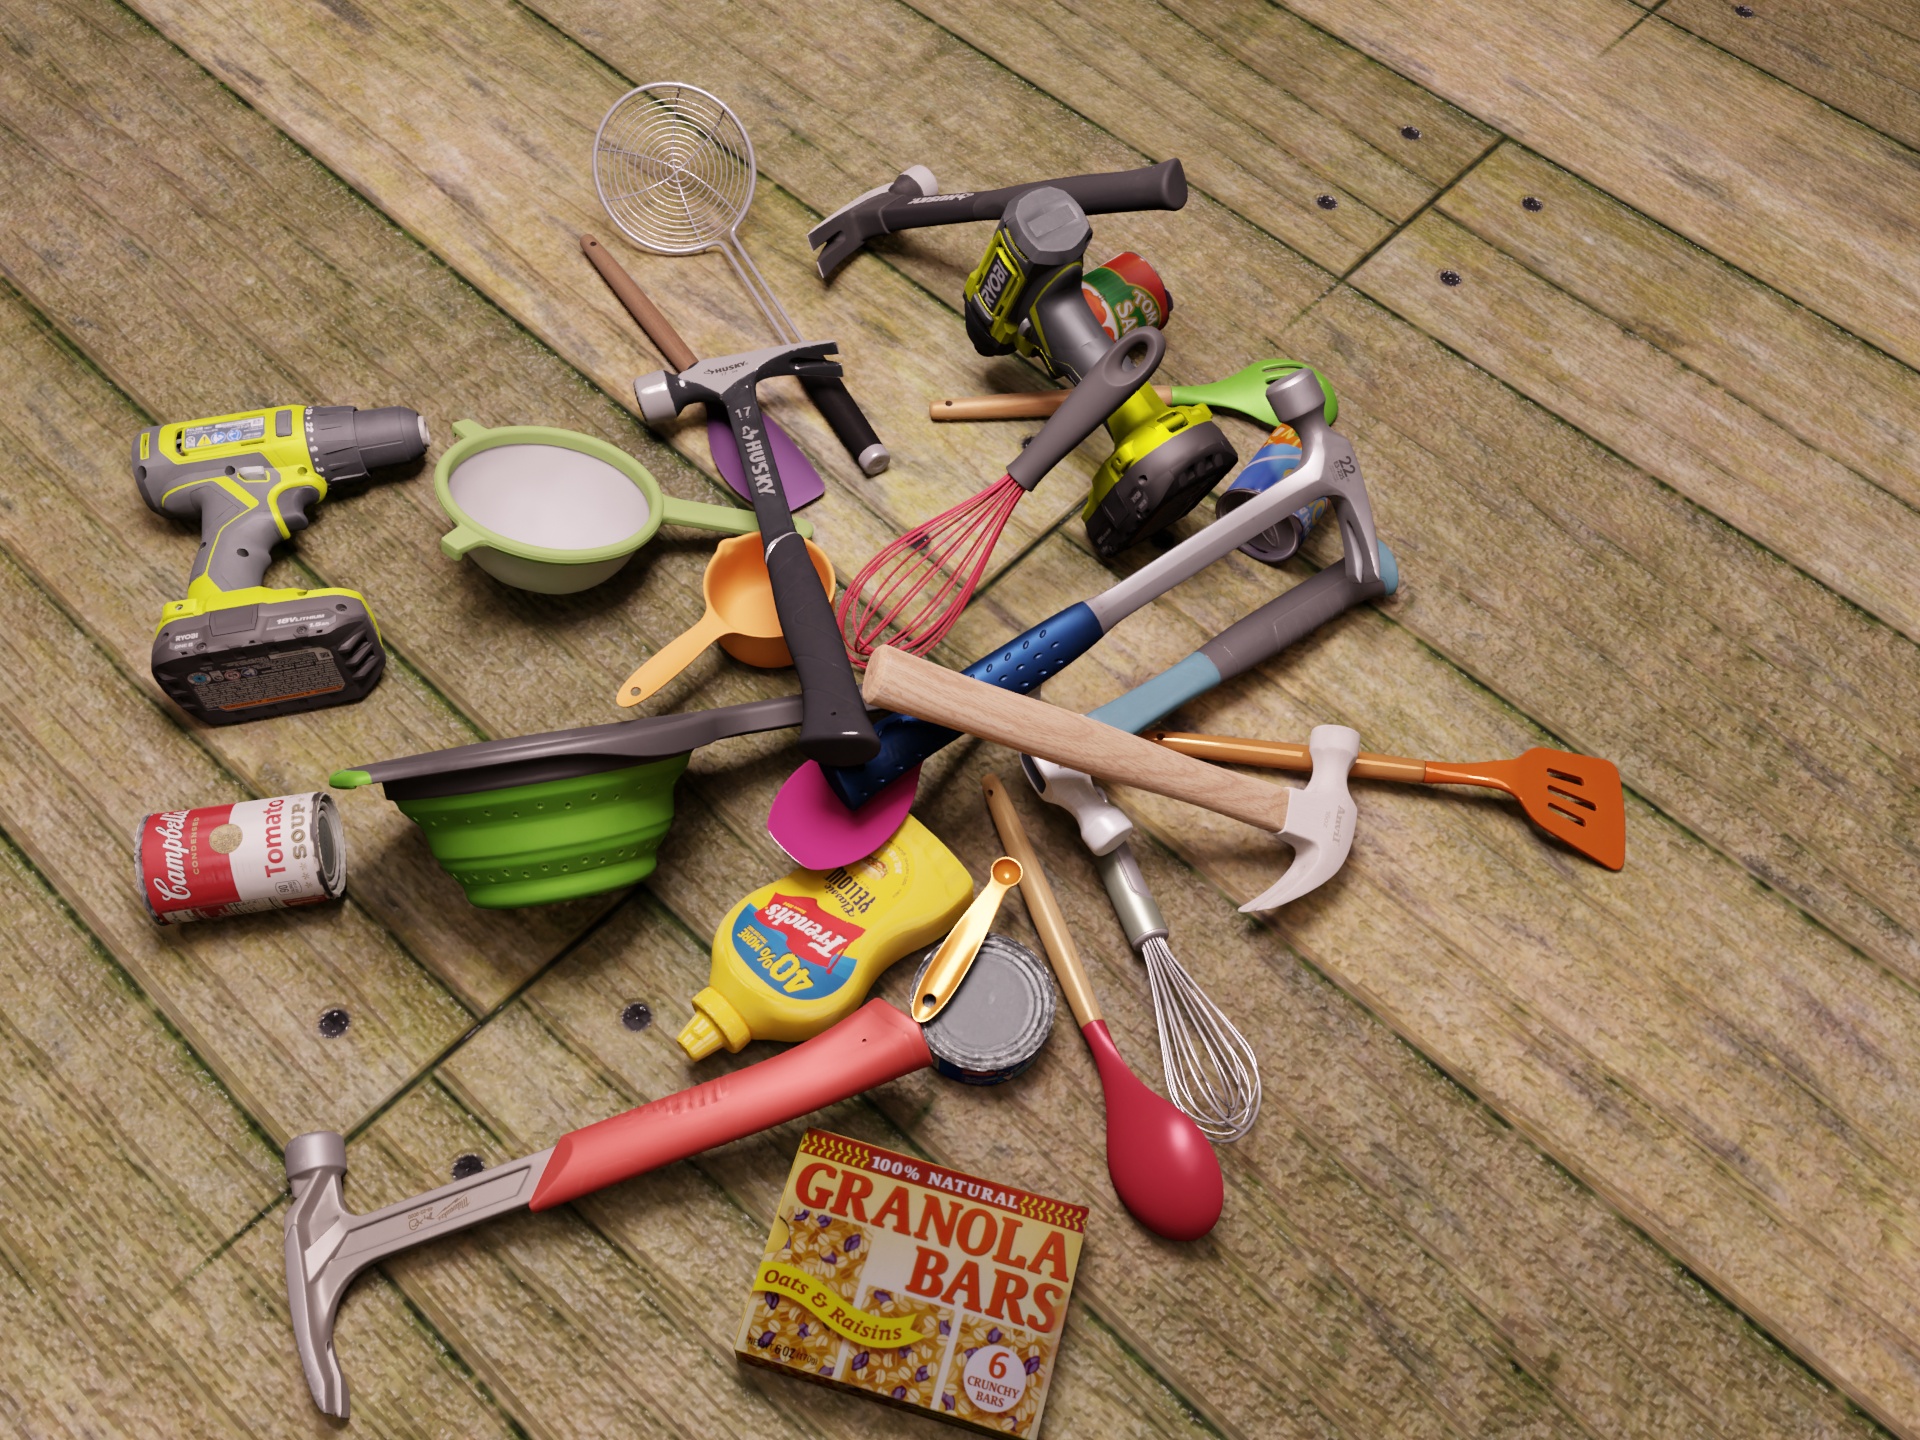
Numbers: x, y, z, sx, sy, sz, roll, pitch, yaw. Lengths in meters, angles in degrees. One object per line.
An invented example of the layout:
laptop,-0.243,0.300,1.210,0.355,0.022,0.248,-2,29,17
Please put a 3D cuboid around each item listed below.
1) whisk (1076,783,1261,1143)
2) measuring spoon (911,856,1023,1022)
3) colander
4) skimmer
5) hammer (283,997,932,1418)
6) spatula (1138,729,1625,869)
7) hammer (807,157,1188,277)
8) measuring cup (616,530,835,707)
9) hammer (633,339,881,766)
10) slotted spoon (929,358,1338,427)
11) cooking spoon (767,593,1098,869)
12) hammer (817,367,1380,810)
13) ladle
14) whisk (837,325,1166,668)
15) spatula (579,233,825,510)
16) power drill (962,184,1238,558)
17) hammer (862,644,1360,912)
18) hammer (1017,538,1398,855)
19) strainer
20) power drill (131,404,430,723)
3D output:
whisk,0.119,0.139,0.961,0.057,0.059,0.247,15,43,-43
measuring spoon,0.004,0.130,0.942,0.021,0.011,0.117,27,65,12
colander,-0.169,0.043,0.974,0.397,0.204,0.094,-10,94,-27
skimmer,-0.160,-0.334,1.202,0.127,0.090,0.364,-35,66,4
hammer,-0.186,0.242,0.863,0.359,0.036,0.149,-19,61,-4
spatula,0.277,0.036,1.045,0.322,0.041,0.081,7,60,6
hammer,0.028,-0.376,1.164,0.335,0.035,0.146,13,45,45
measuring cup,-0.157,-0.053,1.058,0.095,0.052,0.173,41,67,19
hammer,-0.112,-0.122,1.027,0.149,0.036,0.409,-17,47,-4
slotted spoon,0.133,-0.242,1.200,0.313,0.031,0.070,-4,61,-3
cooking spoon,-0.002,-0.003,1.015,0.069,0.017,0.319,42,53,12
hammer,0.093,-0.063,0.986,0.405,0.035,0.144,-33,102,-16
ladle,0.071,0.159,0.950,0.031,0.069,0.316,16,40,-45
whisk,0.025,-0.143,1.037,0.296,0.073,0.073,-45,66,15
spatula,-0.208,-0.267,1.202,0.060,0.018,0.316,-30,66,-18
power drill,0.084,-0.234,1.106,0.080,0.171,0.223,-30,83,-20
hammer,0.096,0.025,0.947,0.331,0.031,0.130,18,71,-20
hammer,0.174,-0.039,1.056,0.331,0.033,0.128,-30,69,-26
strainer,-0.232,-0.128,1.100,0.256,0.069,0.152,6,41,-20
power drill,-0.451,-0.122,1.070,0.190,0.080,0.229,-11,58,-9
